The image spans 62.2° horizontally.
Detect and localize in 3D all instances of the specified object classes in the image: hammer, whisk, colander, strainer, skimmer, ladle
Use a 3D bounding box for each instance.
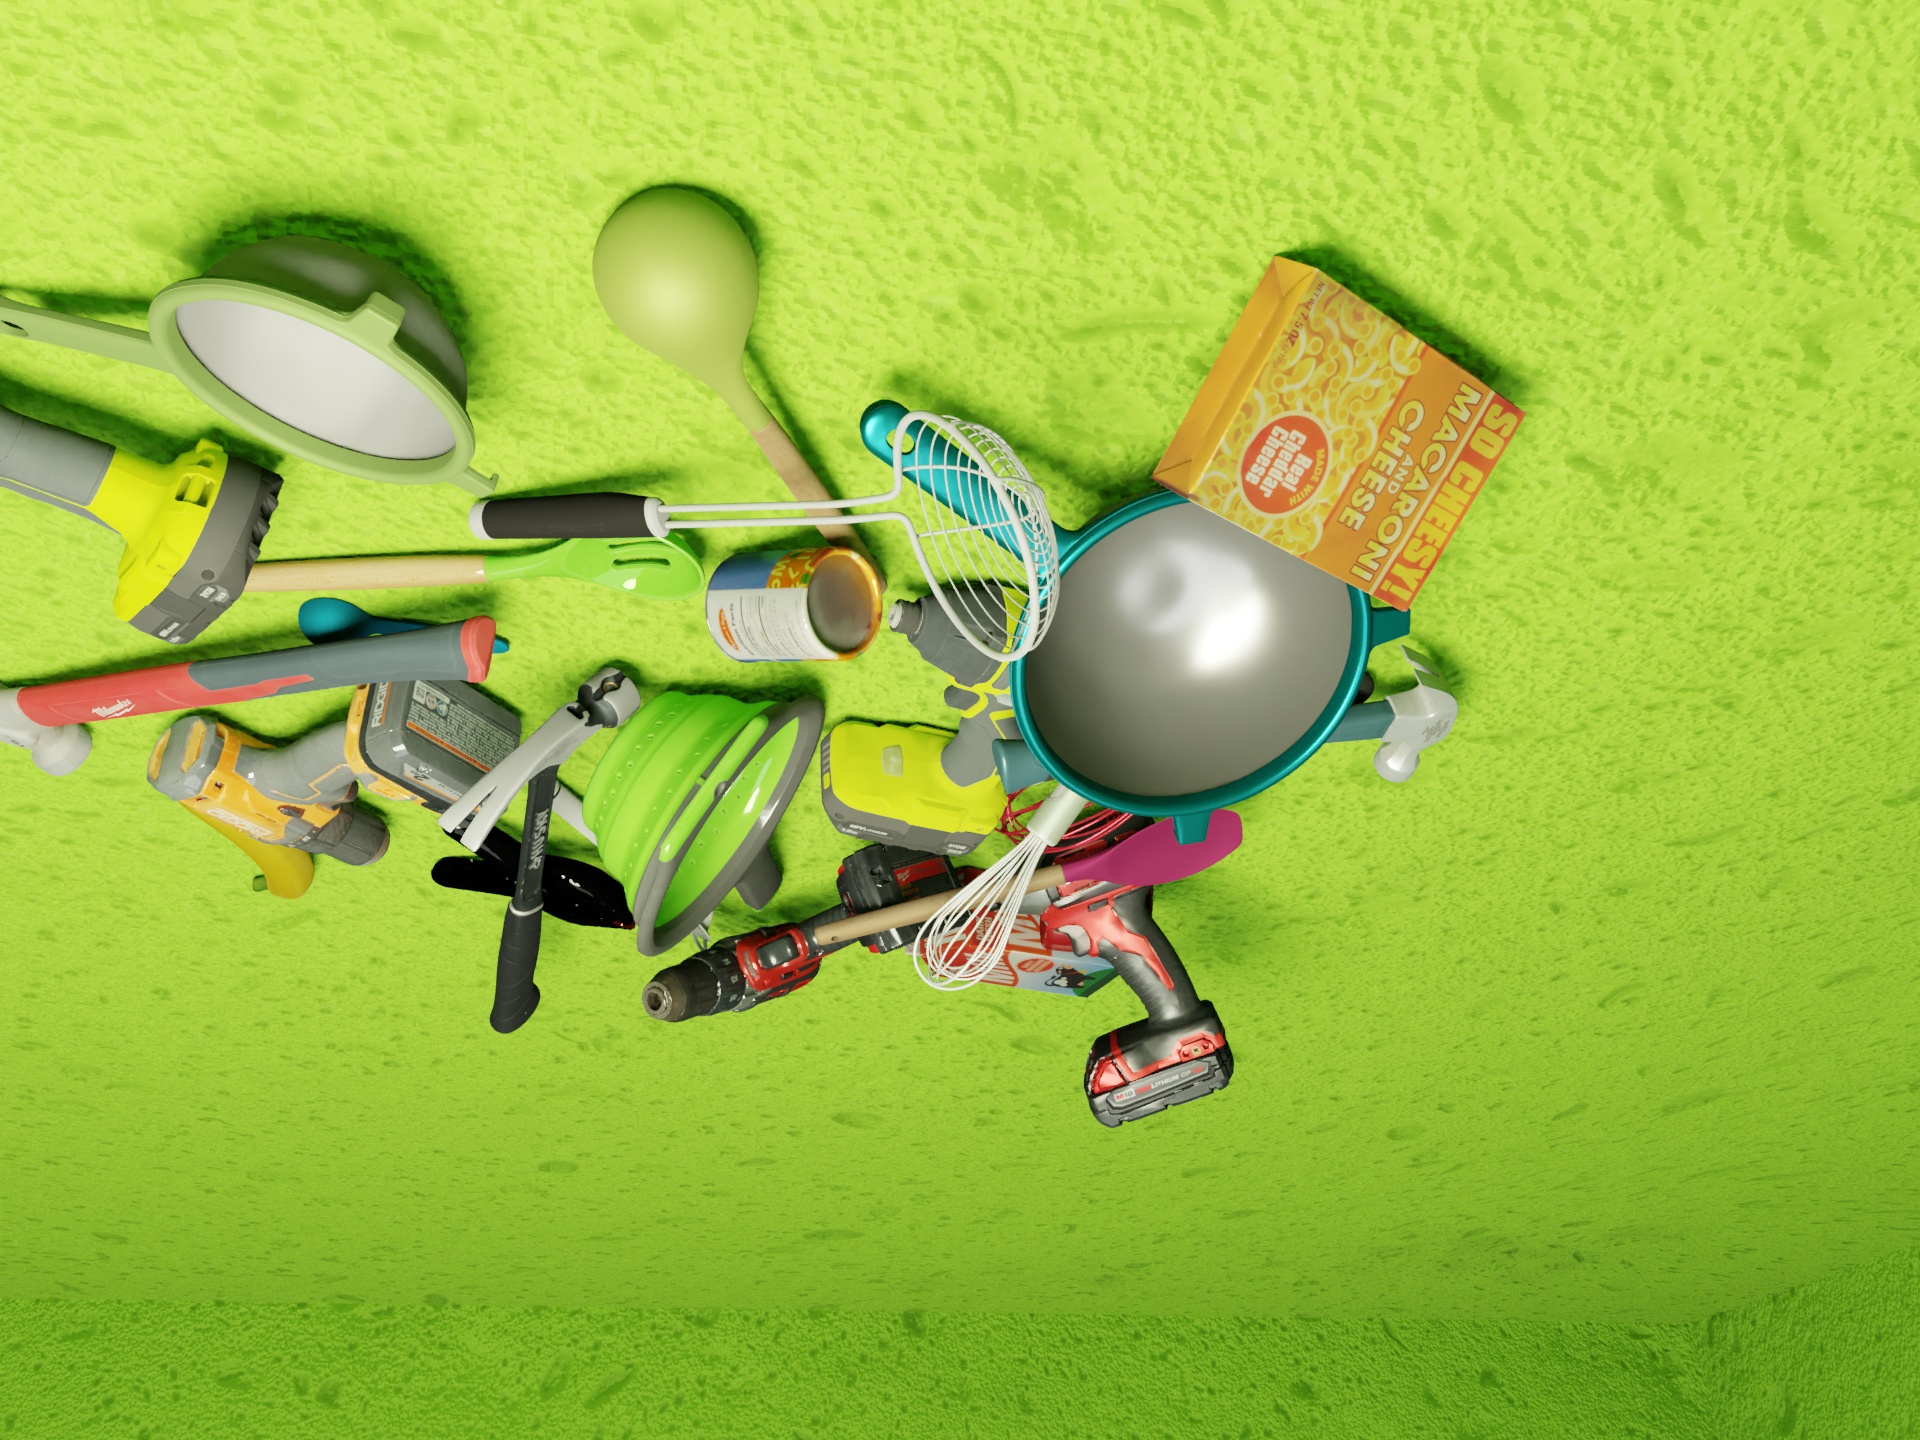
[{"bbox_3d":[-0.313,0.127,1.140,0.036,0.149,0.408,37,141,9],"label":"hammer"},{"bbox_3d":[0.051,0.086,1.106,0.059,0.058,0.246,35,92,-15],"label":"whisk"},{"bbox_3d":[-0.187,0.071,1.140,0.094,0.204,0.397,32,165,8],"label":"colander"},{"bbox_3d":[-0.256,0.106,1.244,0.087,0.050,0.258,28,164,41],"label":"strainer"},{"bbox_3d":[-0.465,-0.033,0.981,0.386,0.038,0.143,-7,147,18],"label":"hammer"},{"bbox_3d":[-0.343,-0.190,0.756,0.256,0.069,0.151,13,158,8],"label":"strainer"},{"bbox_3d":[-0.117,-0.093,0.812,0.363,0.090,0.127,2,124,23],"label":"skimmer"},{"bbox_3d":[0.152,0.027,1.129,0.296,0.073,0.073,-23,143,20],"label":"whisk"},{"bbox_3d":[0.076,-0.087,0.904,0.340,0.095,0.211,34,109,-24],"label":"strainer"},{"bbox_3d":[-0.096,-0.155,0.844,0.078,0.062,0.319,-8,155,15],"label":"ladle"},{"bbox_3d":[0.177,0.012,1.041,0.331,0.033,0.128,-6,146,-17],"label":"hammer"}]

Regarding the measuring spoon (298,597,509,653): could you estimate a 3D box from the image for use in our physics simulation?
[{"bbox_3d":[-0.351,-0.050,1.003,0.128,0.021,0.042,9,147,-14],"label":"measuring spoon"}]

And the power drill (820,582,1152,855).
[{"bbox_3d":[-0.002,-0.003,1.053,0.171,0.080,0.223,13,141,-24],"label":"power drill"}]

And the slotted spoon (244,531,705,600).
[{"bbox_3d":[-0.305,-0.090,0.939,0.314,0.031,0.070,-2,148,4],"label":"slotted spoon"}]

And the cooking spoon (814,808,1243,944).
[{"bbox_3d":[0.049,0.117,1.151,0.319,0.017,0.068,-15,133,0],"label":"cooking spoon"}]

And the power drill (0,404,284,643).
[{"bbox_3d":[-0.494,-0.125,0.823,0.228,0.080,0.190,26,149,-34],"label":"power drill"}]

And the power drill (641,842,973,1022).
[{"bbox_3d":[-0.124,0.172,1.247,0.226,0.080,0.188,-29,169,29],"label":"power drill"}]

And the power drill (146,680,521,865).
[{"bbox_3d":[-0.411,0.042,1.100,0.226,0.084,0.185,-13,149,24],"label":"power drill"}]

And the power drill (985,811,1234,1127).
[{"bbox_3d":[0.112,0.186,1.211,0.143,0.219,0.078,-21,-176,6],"label":"power drill"}]
